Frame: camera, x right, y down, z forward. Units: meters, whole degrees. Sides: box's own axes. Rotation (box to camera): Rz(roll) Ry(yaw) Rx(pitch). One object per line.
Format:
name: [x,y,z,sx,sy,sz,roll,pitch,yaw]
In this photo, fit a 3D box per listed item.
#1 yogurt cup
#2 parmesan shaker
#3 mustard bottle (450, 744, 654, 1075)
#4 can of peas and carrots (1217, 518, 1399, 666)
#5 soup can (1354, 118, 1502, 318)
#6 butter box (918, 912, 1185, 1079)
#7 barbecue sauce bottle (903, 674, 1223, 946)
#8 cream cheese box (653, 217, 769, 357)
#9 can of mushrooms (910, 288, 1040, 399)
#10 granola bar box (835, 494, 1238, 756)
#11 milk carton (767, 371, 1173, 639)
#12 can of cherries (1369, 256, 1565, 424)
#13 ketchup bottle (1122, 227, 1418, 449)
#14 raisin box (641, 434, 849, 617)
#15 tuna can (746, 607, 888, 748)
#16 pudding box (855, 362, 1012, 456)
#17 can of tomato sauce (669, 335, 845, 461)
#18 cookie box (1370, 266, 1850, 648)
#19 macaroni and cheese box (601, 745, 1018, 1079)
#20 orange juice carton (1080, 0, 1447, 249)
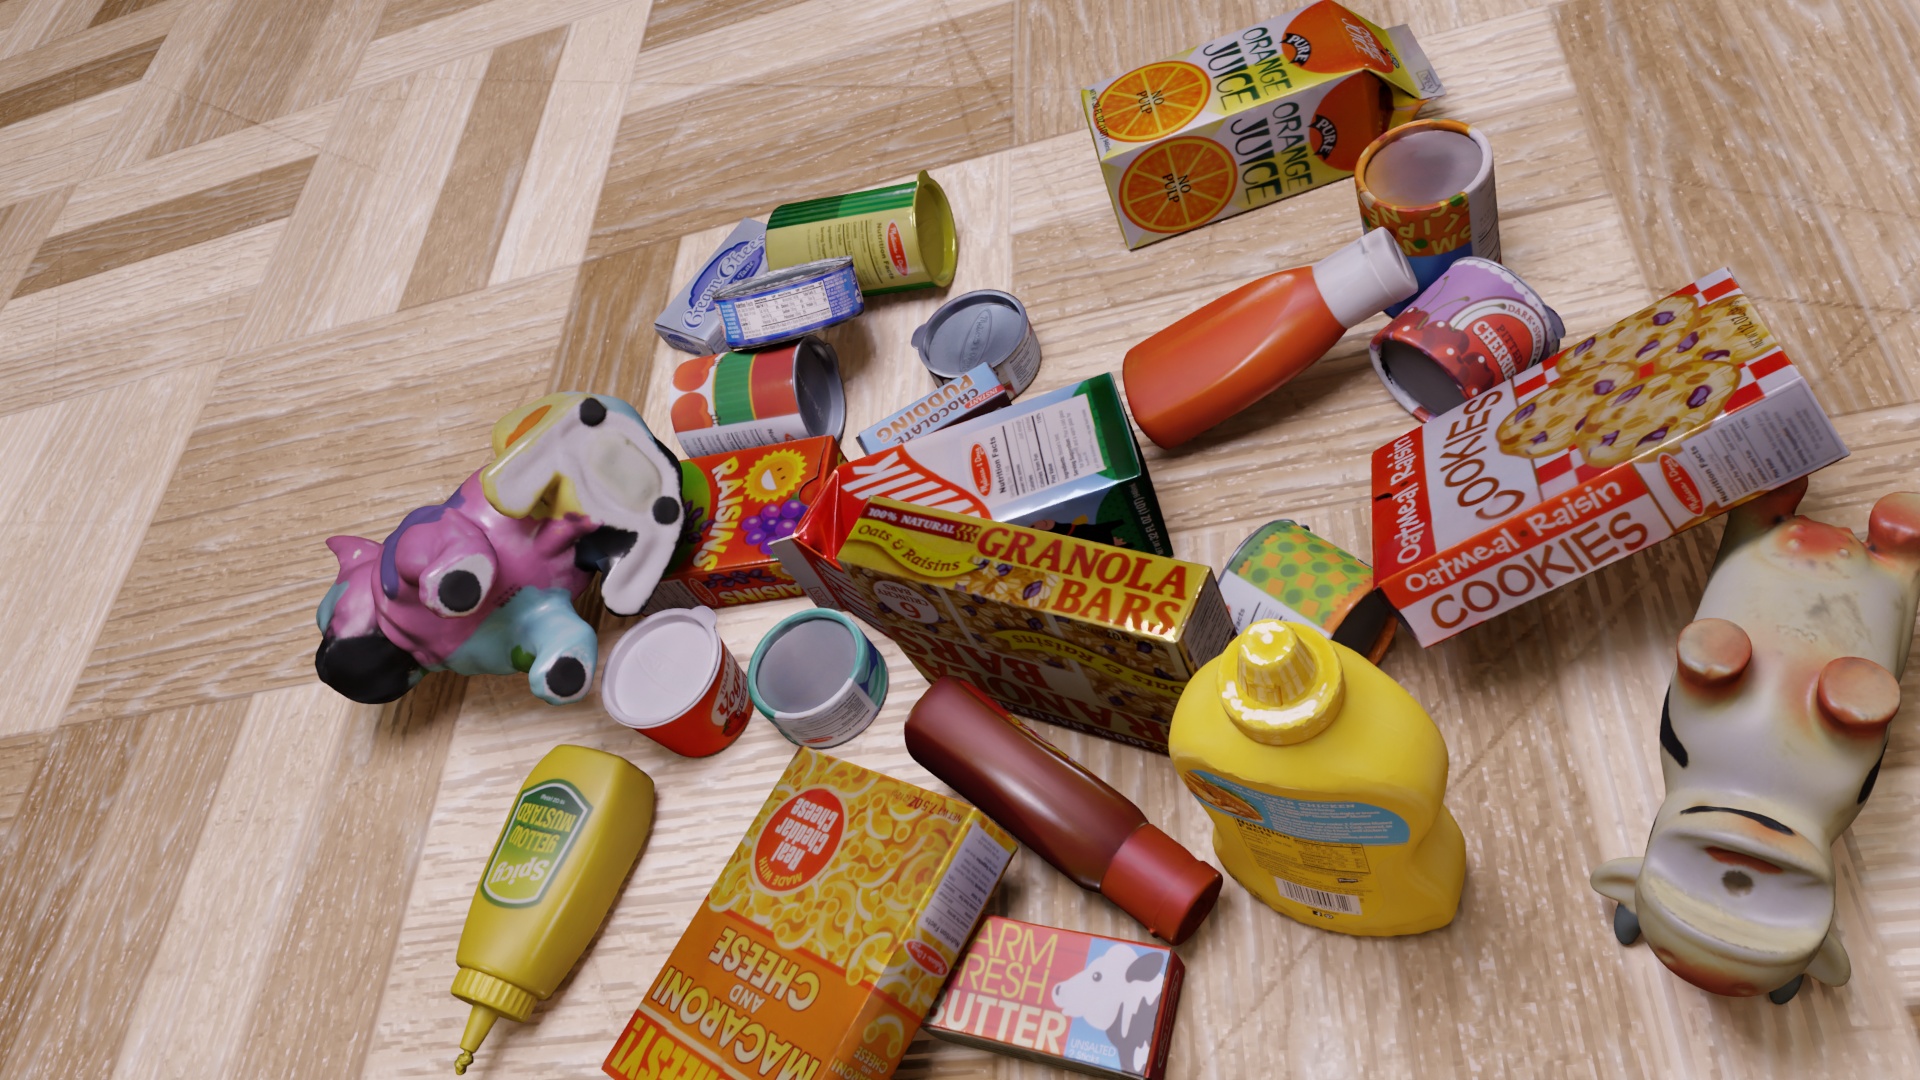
yogurt cup: [-0.144,0.077,0.721,0.072,0.053,0.073,-12,52,16]
parmesan shaker: [-0.062,-0.188,0.867,0.103,0.071,0.071,-4,55,22]
mustard bottle: [-0.207,0.180,0.677,0.065,0.048,0.161,4,58,28]
can of peas and carrots: [0.155,0.031,0.616,0.071,0.070,0.059,-46,52,-12]
soup can: [0.236,-0.161,0.707,0.071,0.083,0.072,-12,52,16]
butter box: [0.037,0.189,0.579,0.103,0.024,0.053,3,58,26]
barbecue sauce bottle: [0.043,0.117,0.606,0.149,0.064,0.044,33,76,29]
cream cheese box: [-0.151,-0.167,0.921,0.053,0.024,0.104,22,67,35]
can of mushrooms: [0.009,-0.110,0.803,0.071,0.033,0.071,-12,53,16]
granola bar box: [0.041,0.043,0.618,0.165,0.123,0.039,12,63,31]
milk carton: [0.003,-0.009,0.708,0.190,0.072,0.074,-18,51,10]
can of cherries: [0.241,-0.092,0.664,0.058,0.071,0.072,-41,50,-8]
ketchup bottle: [0.153,-0.104,0.699,0.148,0.043,0.065,-29,42,29]
raisin box: [-0.127,-0.008,0.786,0.123,0.040,0.086,-8,53,18]
tuna can: [-0.074,0.068,0.711,0.071,0.032,0.071,-12,53,16]
pudding box: [-0.008,-0.054,0.760,0.084,0.049,0.030,-29,48,1]
can of tomato sauce: [-0.119,-0.083,0.818,0.083,0.071,0.071,-8,54,20]
cookie box: [0.252,-0.036,0.571,0.167,0.040,0.123,-30,17,28]
macaroni and cheese box: [-0.065,0.181,0.603,0.123,0.040,0.167,9,60,46]
orange juice carton: [0.174,-0.246,0.804,0.192,0.072,0.072,-17,51,11]
